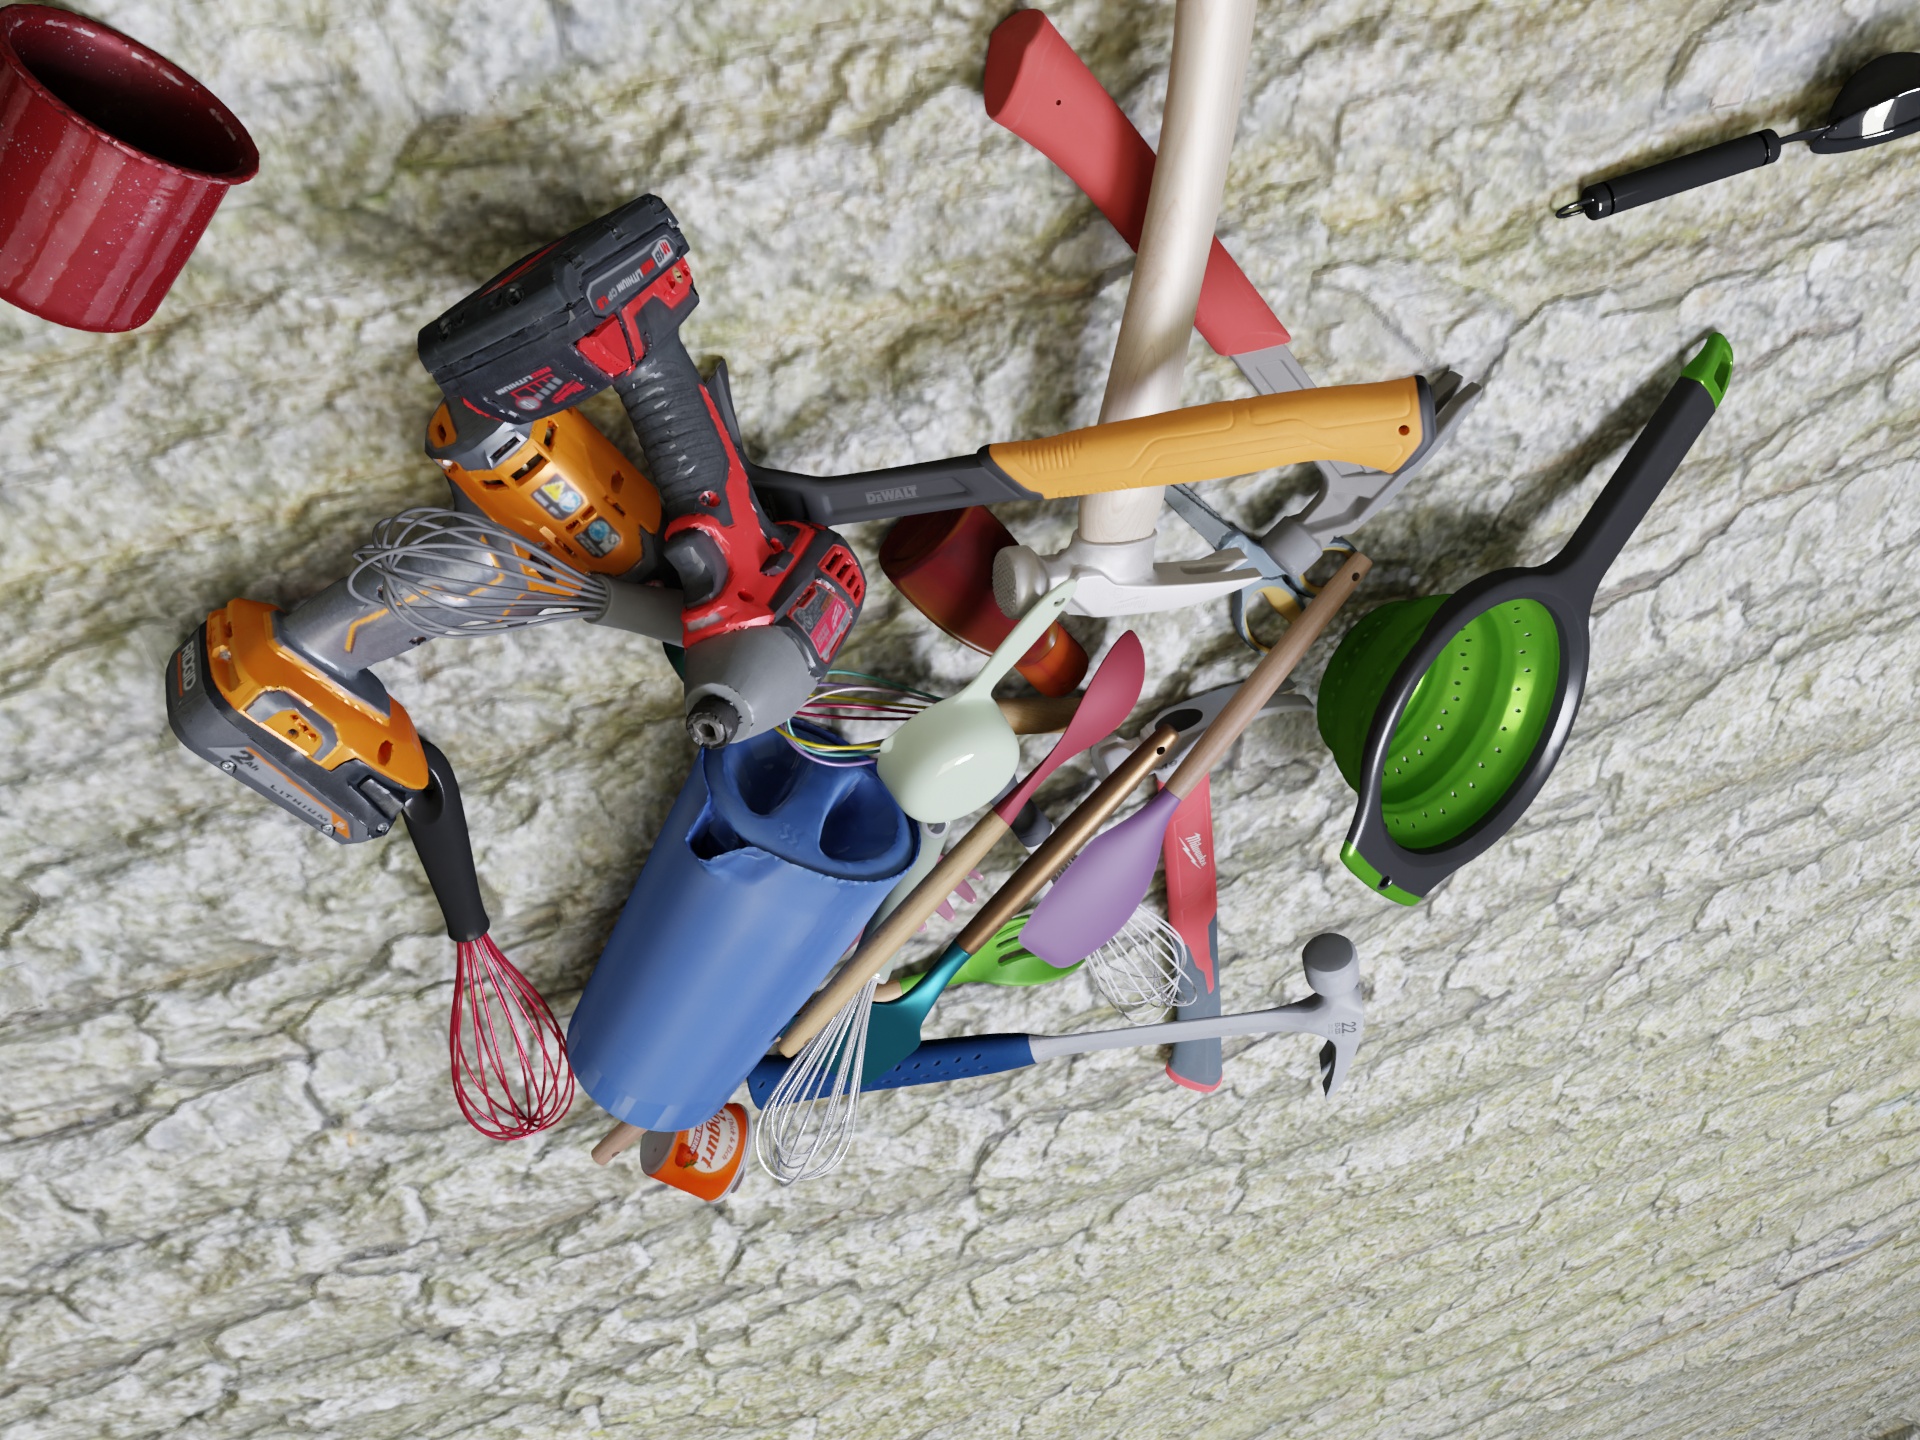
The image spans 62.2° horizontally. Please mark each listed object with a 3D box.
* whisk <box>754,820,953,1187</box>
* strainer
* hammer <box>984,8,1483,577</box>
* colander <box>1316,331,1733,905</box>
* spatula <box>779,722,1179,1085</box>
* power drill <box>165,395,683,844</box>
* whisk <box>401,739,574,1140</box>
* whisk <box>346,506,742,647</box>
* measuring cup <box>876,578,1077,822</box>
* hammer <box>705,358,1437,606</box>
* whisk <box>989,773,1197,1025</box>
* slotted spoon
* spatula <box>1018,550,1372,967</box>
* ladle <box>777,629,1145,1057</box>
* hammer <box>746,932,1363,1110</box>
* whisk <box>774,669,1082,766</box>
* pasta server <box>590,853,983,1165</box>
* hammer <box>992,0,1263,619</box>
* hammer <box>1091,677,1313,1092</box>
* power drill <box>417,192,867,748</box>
[{"bbox_3d":[-0.058,0.159,0.946,0.057,0.059,0.246,26,79,-18],"label":"whisk"},{"bbox_3d":[0.446,-0.317,0.868,0.258,0.050,0.087,-19,177,-2],"label":"strainer"},{"bbox_3d":[0.137,-0.221,0.806,0.149,0.037,0.358,-46,130,7],"label":"hammer"},{"bbox_3d":[0.338,-0.078,0.999,0.204,0.095,0.397,32,92,-45],"label":"colander"},{"bbox_3d":[0.016,0.114,0.975,0.082,0.044,0.317,39,101,-25],"label":"spatula"},{"bbox_3d":[-0.238,-0.046,0.758,0.226,0.084,0.164,-39,133,5],"label":"power drill"},{"bbox_3d":[-0.275,0.133,0.908,0.073,0.073,0.295,-14,125,-14],"label":"whisk"},{"bbox_3d":[-0.164,-0.052,0.711,0.238,0.055,0.055,10,125,-53],"label":"whisk"},{"bbox_3d":[0.020,-0.005,0.838,0.083,0.038,0.167,-2,141,-44],"label":"measuring cup"},{"bbox_3d":[0.047,-0.127,0.742,0.337,0.034,0.127,-6,123,14],"label":"hammer"},{"bbox_3d":[0.070,0.098,1.013,0.070,0.070,0.284,-35,121,6],"label":"whisk"},{"bbox_3d":[-0.065,0.186,1.067,0.313,0.031,0.070,-15,132,-10],"label":"slotted spoon"},{"bbox_3d":[0.148,0.026,0.975,0.059,0.018,0.316,34,98,-25],"label":"spatula"},{"bbox_3d":[0.004,0.074,0.916,0.315,0.031,0.069,-47,162,-1],"label":"ladle"},{"bbox_3d":[0.060,0.219,1.047,0.405,0.035,0.143,-9,134,10],"label":"hammer"},{"bbox_3d":[-0.002,-0.005,0.913,0.245,0.047,0.051,-2,96,-37],"label":"whisk"},{"bbox_3d":[-0.117,0.187,1.019,0.316,0.040,0.060,-42,146,6],"label":"pasta server"},{"bbox_3d":[0.108,-0.226,0.734,0.146,0.038,0.410,-7,129,-18],"label":"hammer"},{"bbox_3d":[0.179,0.134,1.127,0.143,0.038,0.385,-20,133,-10],"label":"hammer"},{"bbox_3d":[-0.124,-0.098,0.685,0.078,0.143,0.219,-16,118,27],"label":"power drill"}]
